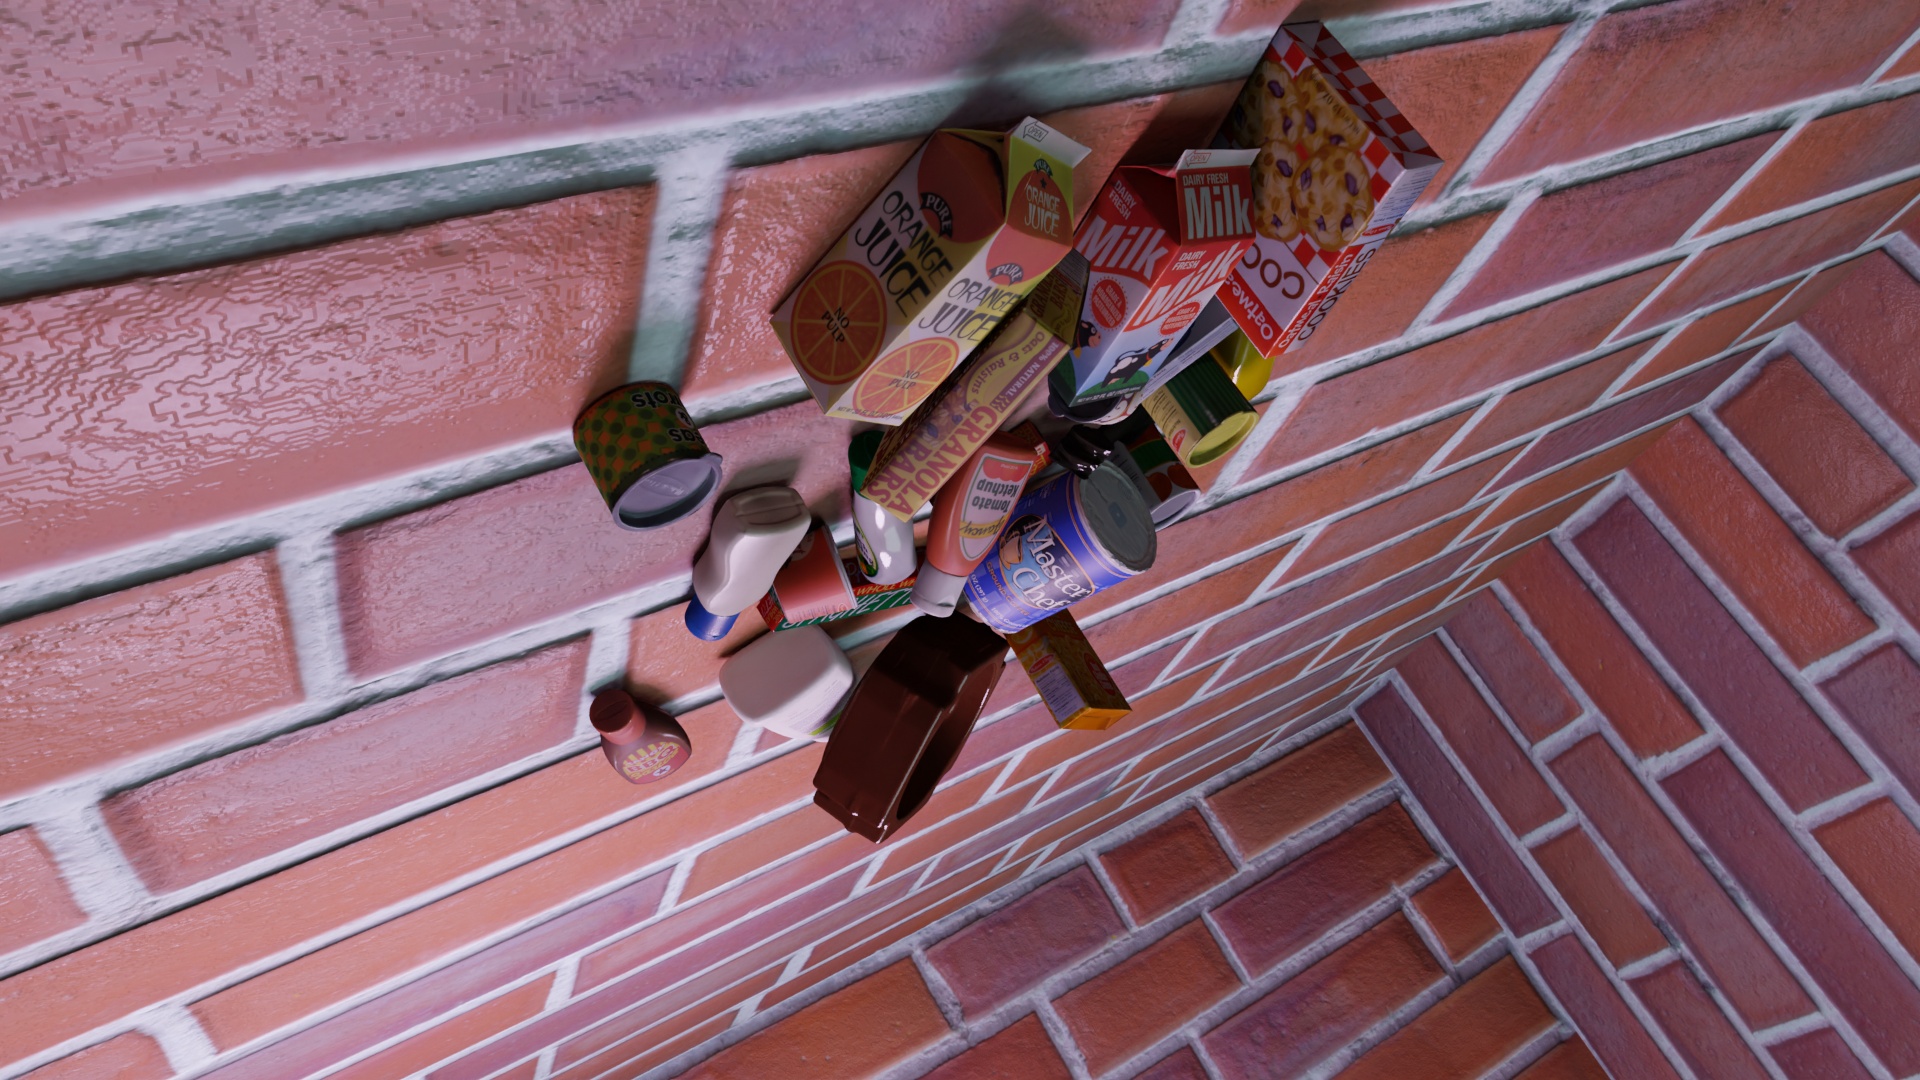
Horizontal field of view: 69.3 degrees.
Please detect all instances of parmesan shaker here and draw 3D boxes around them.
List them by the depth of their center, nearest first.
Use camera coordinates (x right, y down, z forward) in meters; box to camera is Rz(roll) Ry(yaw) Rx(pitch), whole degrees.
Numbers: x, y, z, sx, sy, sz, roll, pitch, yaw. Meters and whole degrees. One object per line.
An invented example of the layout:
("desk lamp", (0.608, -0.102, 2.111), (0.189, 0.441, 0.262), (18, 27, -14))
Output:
("parmesan shaker", (0.173, -0.117, 1.063), (0.071, 0.103, 0.071), (-28, 159, -11))

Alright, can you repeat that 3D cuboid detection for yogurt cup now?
("yogurt cup", (-0.113, 0.028, 1.043), (0.054, 0.072, 0.072), (-21, 158, -6))

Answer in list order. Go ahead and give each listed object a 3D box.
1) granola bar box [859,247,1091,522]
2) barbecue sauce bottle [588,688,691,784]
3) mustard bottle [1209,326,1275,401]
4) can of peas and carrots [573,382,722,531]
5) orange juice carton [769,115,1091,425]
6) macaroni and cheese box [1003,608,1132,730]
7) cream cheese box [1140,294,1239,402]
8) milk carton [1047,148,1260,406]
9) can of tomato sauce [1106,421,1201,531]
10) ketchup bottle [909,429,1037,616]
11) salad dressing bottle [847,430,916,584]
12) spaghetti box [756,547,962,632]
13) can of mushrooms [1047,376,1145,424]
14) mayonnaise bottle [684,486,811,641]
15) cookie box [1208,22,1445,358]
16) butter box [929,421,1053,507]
("granola bar box", (0.011, -0.102, 0.863), (0.164, 0.039, 0.125), (-46, -165, 32))
("barbecue sauce bottle", (-0.268, 0.160, 1.148), (0.065, 0.044, 0.148), (-28, 159, -9))
("mustard bottle", (0.222, -0.169, 1.075), (0.049, 0.065, 0.159), (-21, 153, -17))
("can of peas and carrots", (-0.176, -0.049, 0.787), (0.071, 0.059, 0.070), (-28, 159, -12))
("orange juice carton", (-0.010, -0.154, 0.764), (0.192, 0.073, 0.072), (-43, 156, 25))
("macaroni and cheese box", (0.091, 0.106, 1.359), (0.040, 0.167, 0.124), (-38, 158, 16))
("cream cheese box", (0.149, -0.149, 1.029), (0.103, 0.053, 0.024), (-38, 157, 13))
("milk carton", (0.119, -0.178, 0.892), (0.072, 0.073, 0.189), (-15, 153, -38))
("can of tomato sauce", (0.162, -0.058, 1.209), (0.071, 0.083, 0.071), (-27, 159, -11))
("ketchup bottle", (0.004, -0.013, 1.066), (0.065, 0.043, 0.148), (8, 114, -39))
("salad dressing bottle", (-0.058, -0.023, 1.015), (0.044, 0.064, 0.147), (-18, 148, -10))
("spaghetti box", (-0.061, 0.034, 1.179), (0.251, 0.029, 0.050), (-9, 149, -46))
("can of mushrooms", (0.098, -0.117, 1.012), (0.070, 0.071, 0.033), (-44, 157, 28))
("mayonnaise bottle", (-0.160, 0.020, 0.991), (0.065, 0.041, 0.147), (-12, 153, -37))
("cookie box", (0.207, -0.214, 0.866), (0.040, 0.123, 0.166), (-18, 155, -30))
("butter box", (0.023, -0.052, 1.110), (0.103, 0.024, 0.053), (-33, 160, 2))
